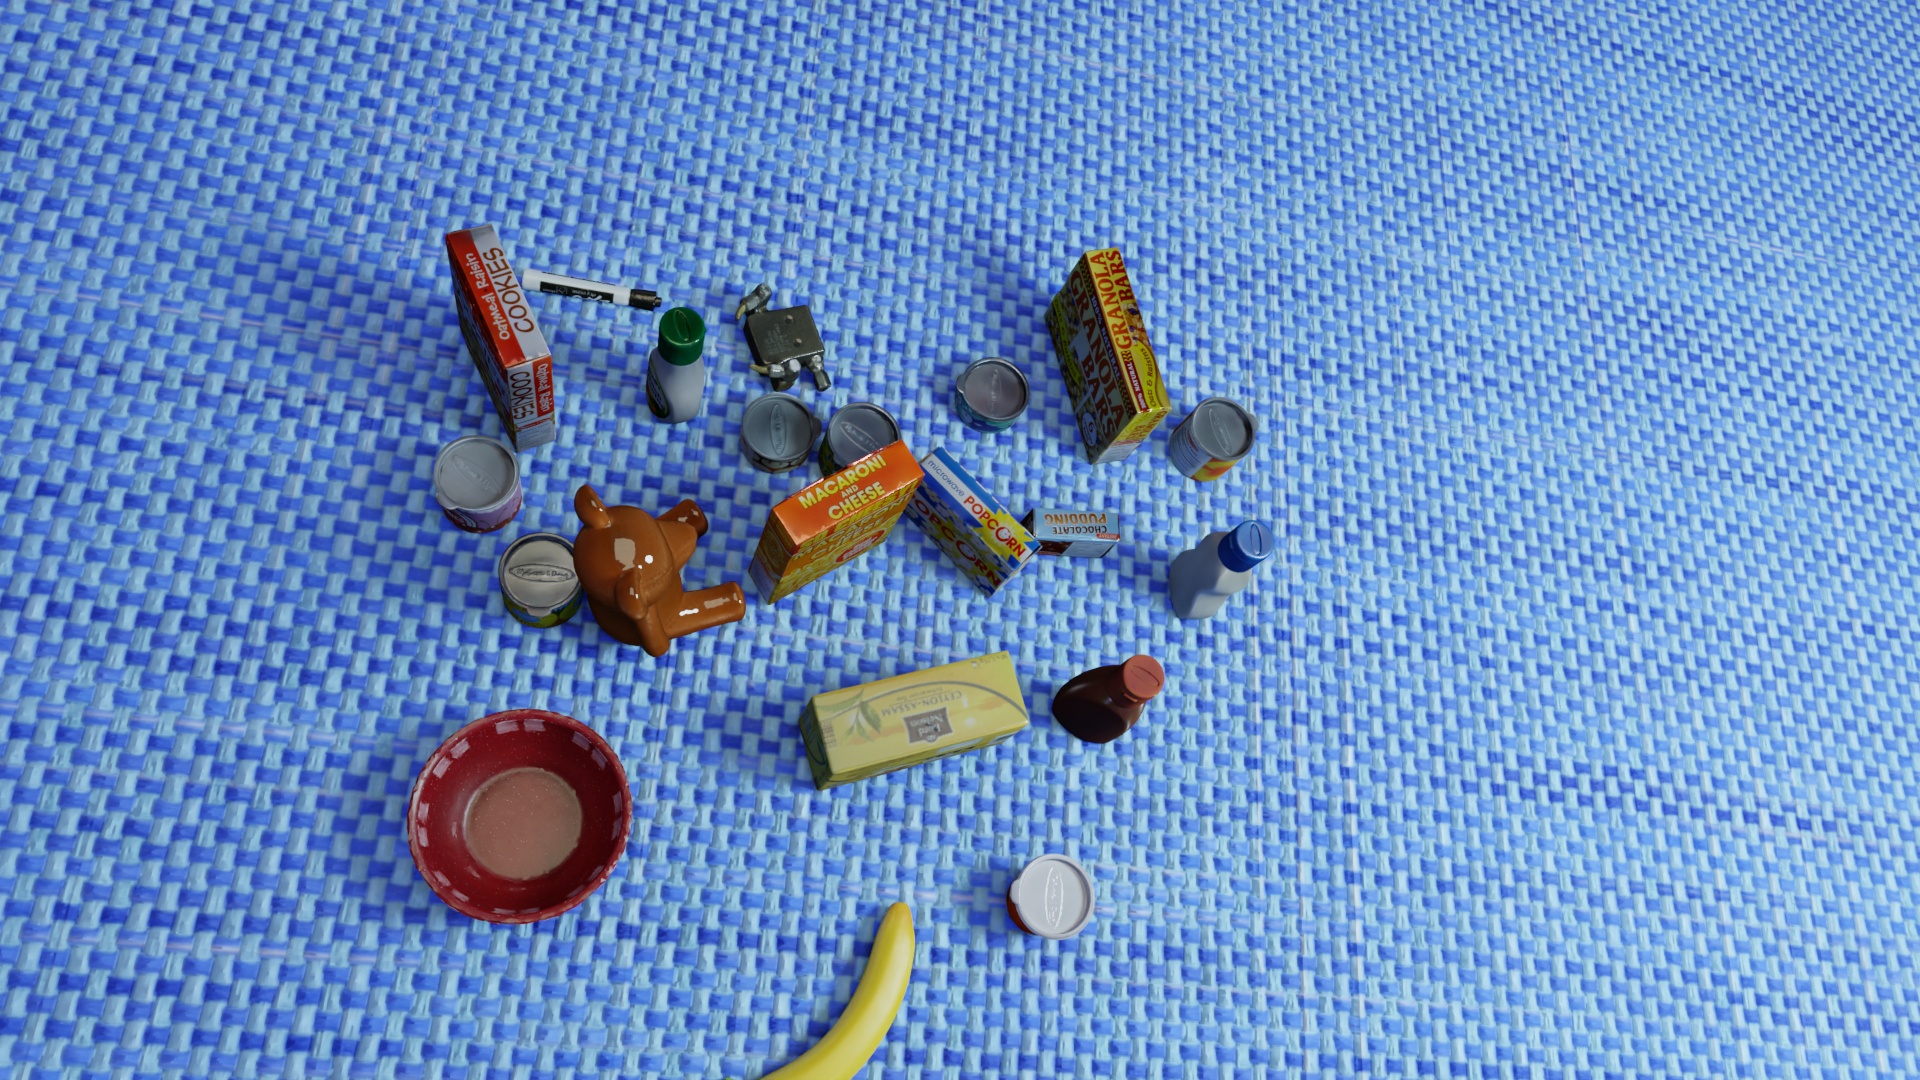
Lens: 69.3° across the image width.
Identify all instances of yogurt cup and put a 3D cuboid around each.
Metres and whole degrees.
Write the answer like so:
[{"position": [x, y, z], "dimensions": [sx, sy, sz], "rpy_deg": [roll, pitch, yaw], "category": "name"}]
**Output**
[{"position": [0.071, 0.295, 1.144], "dimensions": [0.072, 0.053, 0.072], "rpy_deg": [5, 69, -13], "category": "yogurt cup"}]

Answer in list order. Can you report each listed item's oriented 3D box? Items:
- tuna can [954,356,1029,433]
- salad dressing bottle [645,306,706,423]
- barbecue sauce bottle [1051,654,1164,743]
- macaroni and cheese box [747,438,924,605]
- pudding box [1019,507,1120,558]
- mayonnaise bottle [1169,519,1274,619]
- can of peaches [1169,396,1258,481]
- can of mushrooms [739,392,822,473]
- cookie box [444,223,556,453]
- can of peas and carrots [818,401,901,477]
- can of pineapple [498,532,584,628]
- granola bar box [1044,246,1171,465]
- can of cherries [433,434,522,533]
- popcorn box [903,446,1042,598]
[{"position": [0.027, -0.136, 1.302], "dimensions": [0.071, 0.032, 0.071], "rpy_deg": [5, 69, -13], "category": "tuna can"}, {"position": [-0.239, -0.148, 1.171], "dimensions": [0.044, 0.147, 0.064], "rpy_deg": [-17, 76, -20], "category": "salad dressing bottle"}, {"position": [0.127, 0.132, 1.167], "dimensions": [0.065, 0.148, 0.044], "rpy_deg": [33, 66, -2], "category": "barbecue sauce bottle"}, {"position": [-0.106, -0.013, 1.147], "dimensions": [0.124, 0.165, 0.040], "rpy_deg": [-30, 81, -23], "category": "macaroni and cheese box"}, {"position": [0.098, -0.006, 1.264], "dimensions": [0.084, 0.049, 0.030], "rpy_deg": [3, 70, -14], "category": "pudding box"}, {"position": [0.231, 0.023, 1.236], "dimensions": [0.041, 0.147, 0.065], "rpy_deg": [2, 70, -15], "category": "mayonnaise bottle"}, {"position": [0.243, -0.097, 1.332], "dimensions": [0.071, 0.058, 0.071], "rpy_deg": [5, 69, -13], "category": "can of peaches"}, {"position": [-0.160, -0.095, 1.236], "dimensions": [0.071, 0.033, 0.071], "rpy_deg": [5, 69, -13], "category": "can of mushrooms"}, {"position": [-0.372, -0.160, 1.129], "dimensions": [0.040, 0.166, 0.123], "rpy_deg": [-23, 78, -21], "category": "cookie box"}, {"position": [-0.092, -0.080, 1.235], "dimensions": [0.071, 0.058, 0.071], "rpy_deg": [5, 69, -13], "category": "can of peas and carrots"}, {"position": [-0.340, 0.035, 1.126], "dimensions": [0.071, 0.057, 0.071], "rpy_deg": [5, 69, -13], "category": "can of pineapple"}, {"position": [0.134, -0.169, 1.293], "dimensions": [0.039, 0.123, 0.166], "rpy_deg": [-10, 74, -18], "category": "granola bar box"}, {"position": [-0.397, -0.044, 1.139], "dimensions": [0.071, 0.058, 0.072], "rpy_deg": [5, 69, -13], "category": "can of cherries"}, {"position": [0.004, -0.015, 1.223], "dimensions": [0.127, 0.085, 0.038], "rpy_deg": [45, 66, 4], "category": "popcorn box"}]
